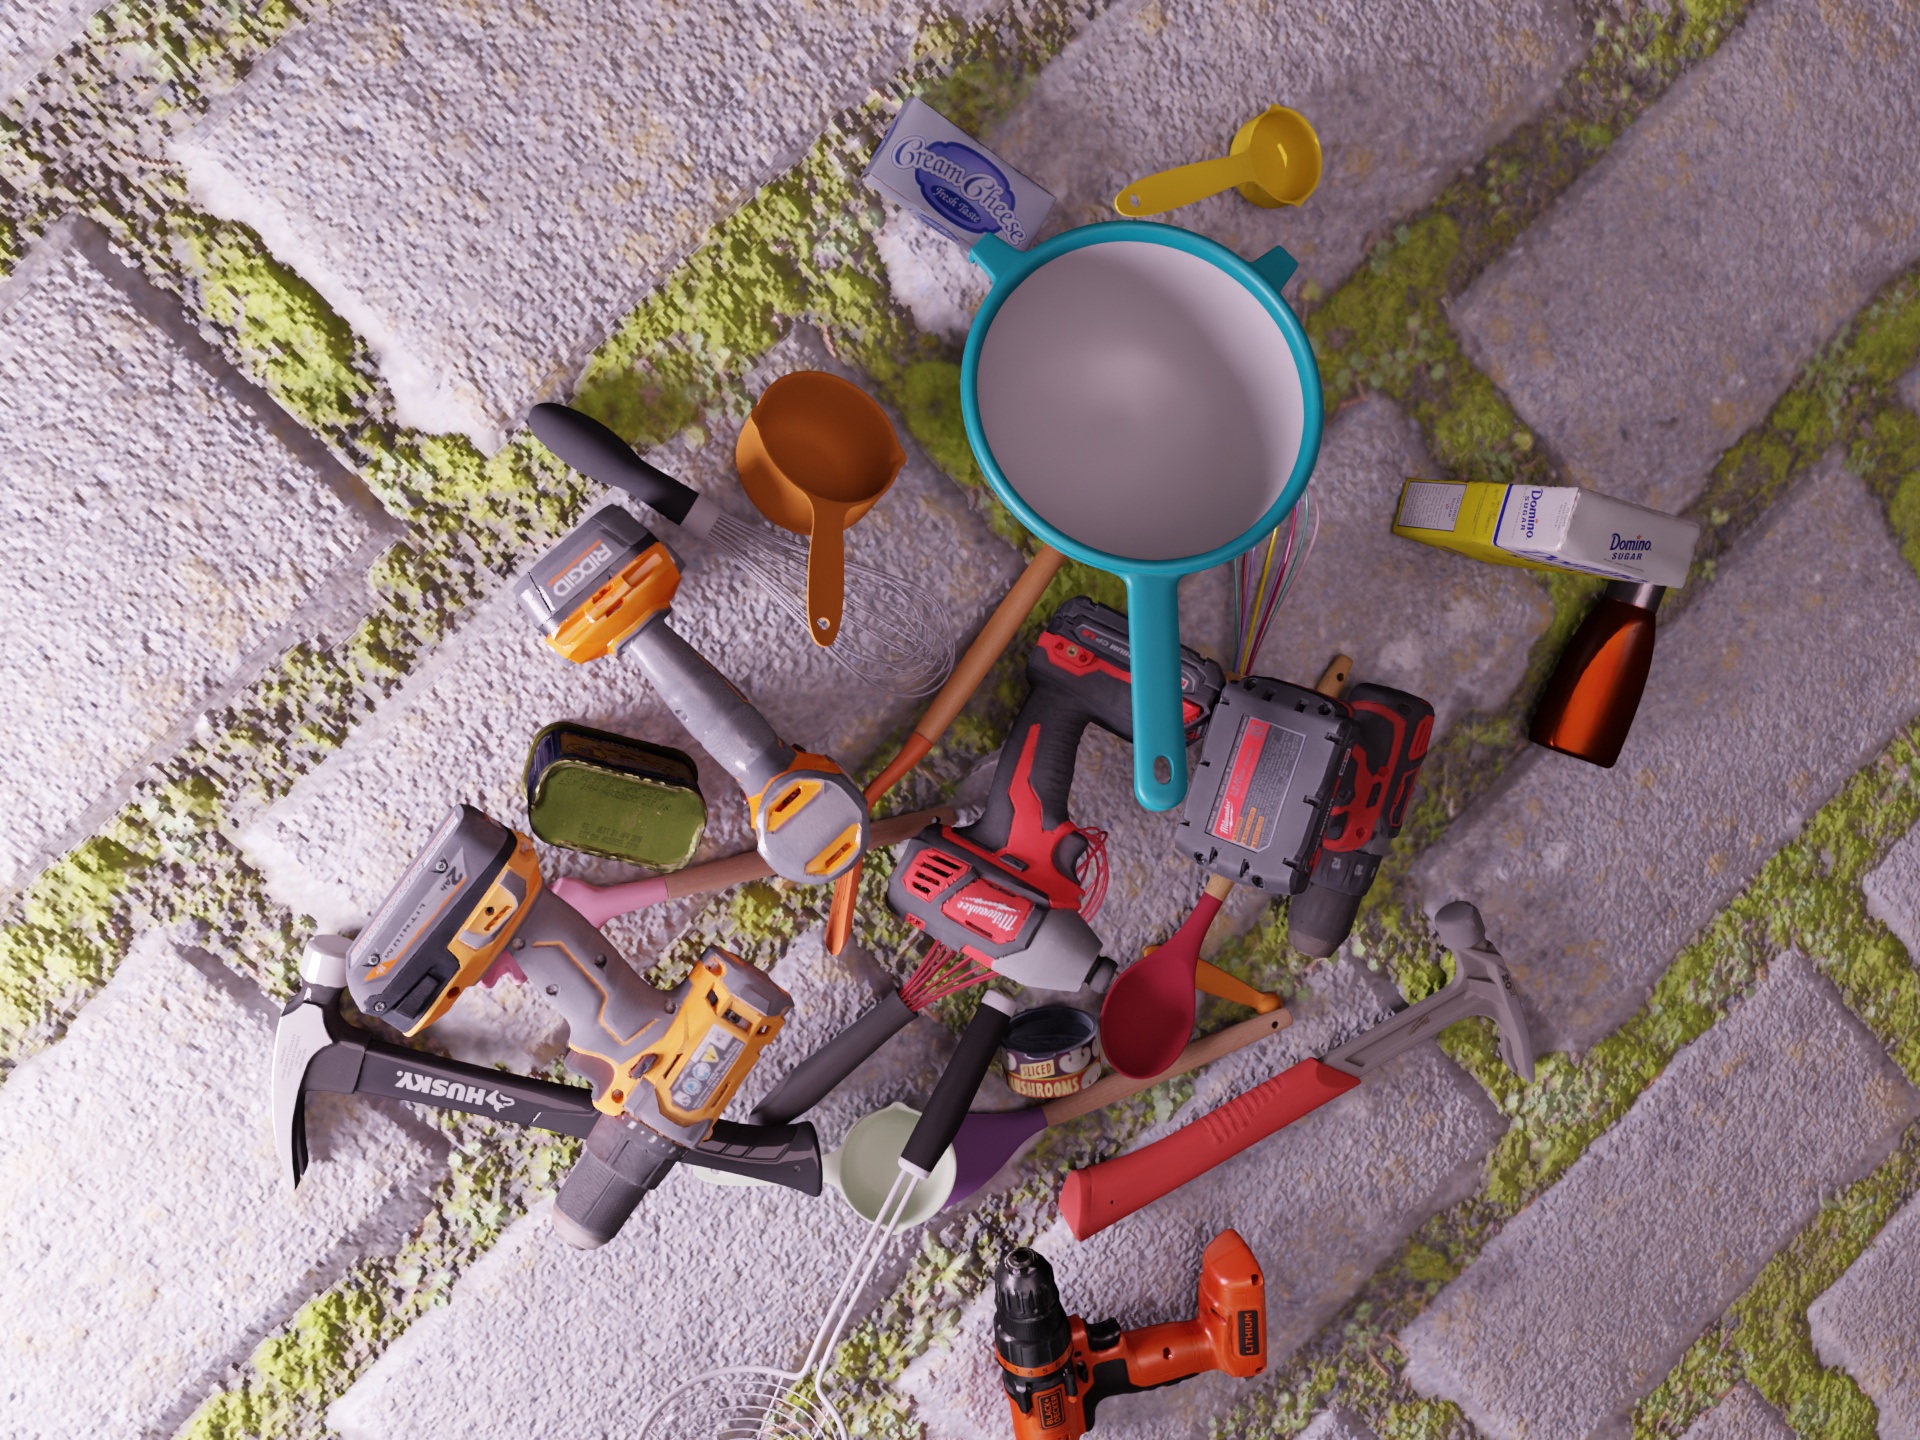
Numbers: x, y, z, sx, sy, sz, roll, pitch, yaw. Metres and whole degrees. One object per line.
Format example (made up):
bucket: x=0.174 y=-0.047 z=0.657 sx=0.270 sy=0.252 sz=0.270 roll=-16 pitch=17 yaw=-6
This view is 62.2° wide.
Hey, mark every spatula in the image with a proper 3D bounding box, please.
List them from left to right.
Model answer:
spatula: x=-0.002 y=-0.003 z=0.968 sx=0.041 sy=0.081 sz=0.322 roll=36 pitch=80 yaw=-7
spatula: x=0.081 y=0.260 z=1.076 sx=0.316 sy=0.018 sz=0.059 roll=-21 pitch=101 yaw=-7

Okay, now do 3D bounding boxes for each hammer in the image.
hammer: x=-0.242 y=0.239 z=0.958 sx=0.334 sy=0.035 sz=0.146 roll=16 pitch=97 yaw=-12
hammer: x=0.235 y=0.270 z=1.116 sx=0.359 sy=0.037 sz=0.149 roll=-27 pitch=108 yaw=-9

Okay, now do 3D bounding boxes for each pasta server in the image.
pasta server: x=-0.151 y=0.096 z=0.967 sx=0.316 sy=0.040 sz=0.060 roll=-13 pitch=95 yaw=-14

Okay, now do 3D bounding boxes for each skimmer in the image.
skimmer: x=-0.067 y=0.321 z=0.957 sx=0.363 sy=0.127 sz=0.090 roll=-61 pitch=150 yaw=-13

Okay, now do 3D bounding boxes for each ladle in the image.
ladle: x=0.181 y=0.095 z=1.063 sx=0.069 sy=0.031 sz=0.315 roll=30 pitch=89 yaw=-18

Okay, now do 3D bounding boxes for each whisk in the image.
whisk: x=-0.124 y=-0.100 z=0.924 sx=0.284 sy=0.070 sz=0.070 roll=31 pitch=92 yaw=-15
whisk: x=-0.019 y=0.167 z=1.011 sx=0.296 sy=0.073 sz=0.073 roll=-40 pitch=109 yaw=1
whisk: x=0.185 y=-0.051 z=1.028 sx=0.051 sy=0.047 sz=0.245 roll=7 pitch=103 yaw=-18

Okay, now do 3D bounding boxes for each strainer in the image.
strainer: x=0.100 y=-0.114 z=0.928 sx=0.211 sy=0.095 sz=0.340 roll=0 pitch=81 yaw=-9

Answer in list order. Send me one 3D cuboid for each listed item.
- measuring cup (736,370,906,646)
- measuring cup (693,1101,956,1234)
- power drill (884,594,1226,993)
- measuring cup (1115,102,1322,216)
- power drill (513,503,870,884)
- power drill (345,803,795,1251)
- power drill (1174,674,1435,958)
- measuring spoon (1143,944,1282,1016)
measuring cup: x=-0.084 y=-0.111 z=0.892 sx=0.095 sy=0.052 sz=0.174 roll=11 pitch=64 yaw=-25
measuring cup: x=-0.087 y=0.287 z=1.028 sx=0.167 sy=0.038 sz=0.083 roll=1 pitch=83 yaw=-3
power drill: x=0.066 y=0.050 z=0.950 sx=0.143 sy=0.078 sz=0.220 roll=28 pitch=78 yaw=10
measuring cup: x=0.148 y=-0.322 z=0.946 sx=0.156 sy=0.029 sz=0.062 roll=-24 pitch=103 yaw=-24
power drill: x=-0.141 y=-0.010 z=0.898 sx=0.084 sy=0.164 sz=0.226 roll=-42 pitch=97 yaw=-4
power drill: x=-0.231 y=0.175 z=0.892 sx=0.226 sy=0.084 sz=0.185 roll=37 pitch=81 yaw=-20
power drill: x=0.220 y=0.064 z=0.996 sx=0.226 sy=0.080 sz=0.188 roll=6 pitch=103 yaw=-58
measuring spoon: x=0.175 y=0.180 z=1.091 sx=0.116 sy=0.011 sz=0.021 roll=26 pitch=94 yaw=-19
